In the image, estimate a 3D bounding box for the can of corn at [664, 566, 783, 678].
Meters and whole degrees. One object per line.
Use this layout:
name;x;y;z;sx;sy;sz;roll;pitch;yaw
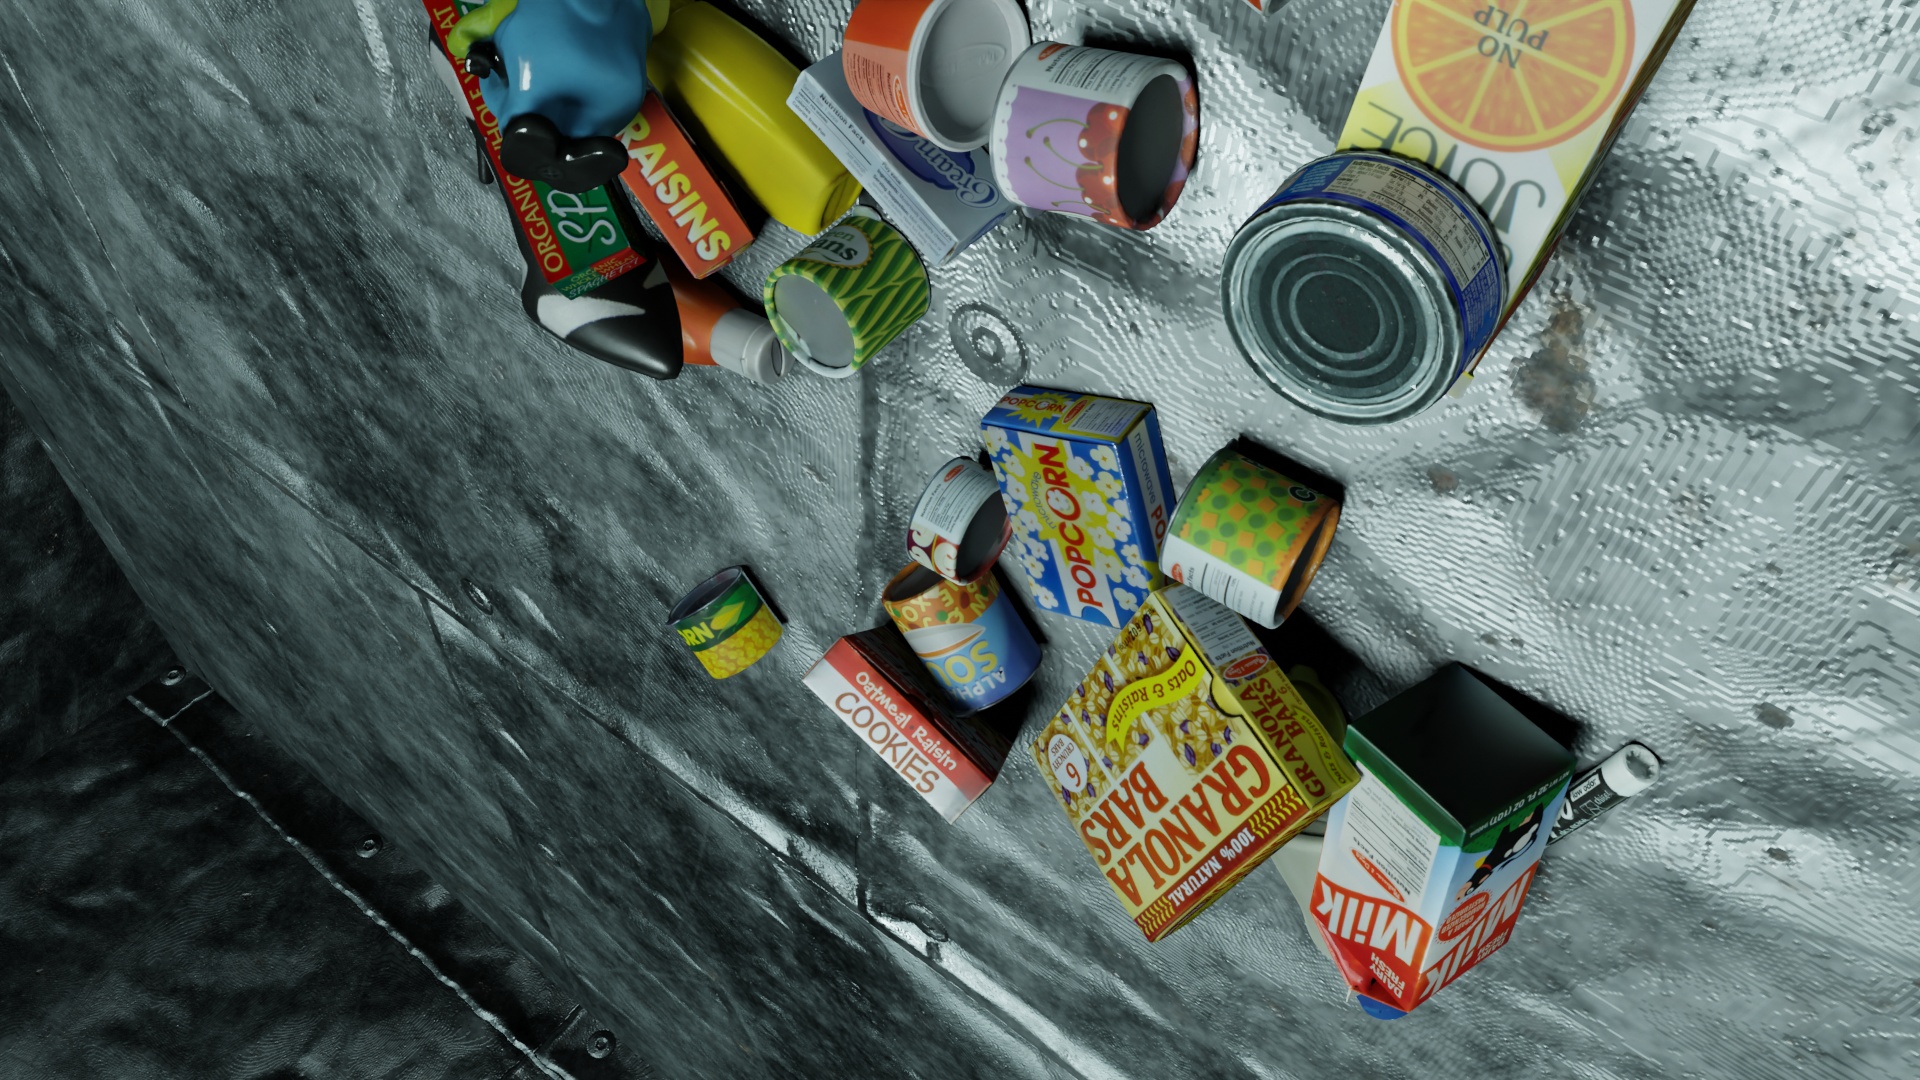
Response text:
can of corn;-0.177;0.063;1.042;0.071;0.071;0.058;-10;119;52

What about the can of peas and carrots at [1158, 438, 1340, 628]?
can of peas and carrots;0.134;-0.003;0.636;0.059;0.071;0.070;29;143;23

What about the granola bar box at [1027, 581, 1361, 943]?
granola bar box;0.108;0.113;0.697;0.124;0.039;0.164;56;143;22

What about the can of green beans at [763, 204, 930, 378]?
can of green beans;-0.059;-0.126;0.719;0.071;0.058;0.071;29;143;24

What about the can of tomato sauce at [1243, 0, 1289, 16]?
can of tomato sauce;0.089;-0.222;0.445;0.083;0.071;0.071;42;147;5

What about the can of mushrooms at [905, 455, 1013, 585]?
can of mushrooms;0.003;-0.010;0.771;0.033;0.071;0.070;28;143;24

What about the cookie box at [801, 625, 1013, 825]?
cookie box;-0.028;0.110;0.878;0.123;0.040;0.167;43;-177;5

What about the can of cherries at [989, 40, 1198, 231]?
can of cherries;0.054;-0.159;0.553;0.058;0.072;0.071;21;139;31

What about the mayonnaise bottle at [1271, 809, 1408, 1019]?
mayonnaise bottle;0.223;0.210;0.788;0.064;0.041;0.147;3;129;46

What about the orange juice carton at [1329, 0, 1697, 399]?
orange juice carton;0.169;-0.128;0.453;0.072;0.073;0.191;33;146;17

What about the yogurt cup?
yogurt cup;-0.012;-0.202;0.583;0.054;0.073;0.072;28;144;38

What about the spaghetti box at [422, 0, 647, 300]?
spaghetti box;-0.236;-0.249;0.722;0.028;0.050;0.250;7;-122;-86

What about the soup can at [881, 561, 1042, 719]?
soup can;-0.001;0.053;0.836;0.071;0.072;0.083;-9;119;51

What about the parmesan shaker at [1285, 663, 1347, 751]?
parmesan shaker;0.147;0.108;0.742;0.071;0.071;0.103;52;147;-10

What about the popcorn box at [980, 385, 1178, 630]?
popcorn box;0.067;-0.015;0.719;0.085;0.038;0.126;13;134;38

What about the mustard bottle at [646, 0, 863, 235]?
mustard bottle;-0.114;-0.223;0.684;0.160;0.049;0.065;45;151;3

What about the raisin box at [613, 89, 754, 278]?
raisin box;-0.146;-0.180;0.723;0.086;0.040;0.123;55;179;-13

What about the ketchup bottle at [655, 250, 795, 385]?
ketchup bottle;-0.166;-0.135;0.841;0.149;0.044;0.064;26;140;27

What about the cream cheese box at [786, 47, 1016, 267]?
cream cheese box;-0.025;-0.178;0.630;0.104;0.053;0.024;47;145;-3

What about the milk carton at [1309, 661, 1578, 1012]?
milk carton;0.226;0.158;0.675;0.073;0.072;0.189;46;151;41
